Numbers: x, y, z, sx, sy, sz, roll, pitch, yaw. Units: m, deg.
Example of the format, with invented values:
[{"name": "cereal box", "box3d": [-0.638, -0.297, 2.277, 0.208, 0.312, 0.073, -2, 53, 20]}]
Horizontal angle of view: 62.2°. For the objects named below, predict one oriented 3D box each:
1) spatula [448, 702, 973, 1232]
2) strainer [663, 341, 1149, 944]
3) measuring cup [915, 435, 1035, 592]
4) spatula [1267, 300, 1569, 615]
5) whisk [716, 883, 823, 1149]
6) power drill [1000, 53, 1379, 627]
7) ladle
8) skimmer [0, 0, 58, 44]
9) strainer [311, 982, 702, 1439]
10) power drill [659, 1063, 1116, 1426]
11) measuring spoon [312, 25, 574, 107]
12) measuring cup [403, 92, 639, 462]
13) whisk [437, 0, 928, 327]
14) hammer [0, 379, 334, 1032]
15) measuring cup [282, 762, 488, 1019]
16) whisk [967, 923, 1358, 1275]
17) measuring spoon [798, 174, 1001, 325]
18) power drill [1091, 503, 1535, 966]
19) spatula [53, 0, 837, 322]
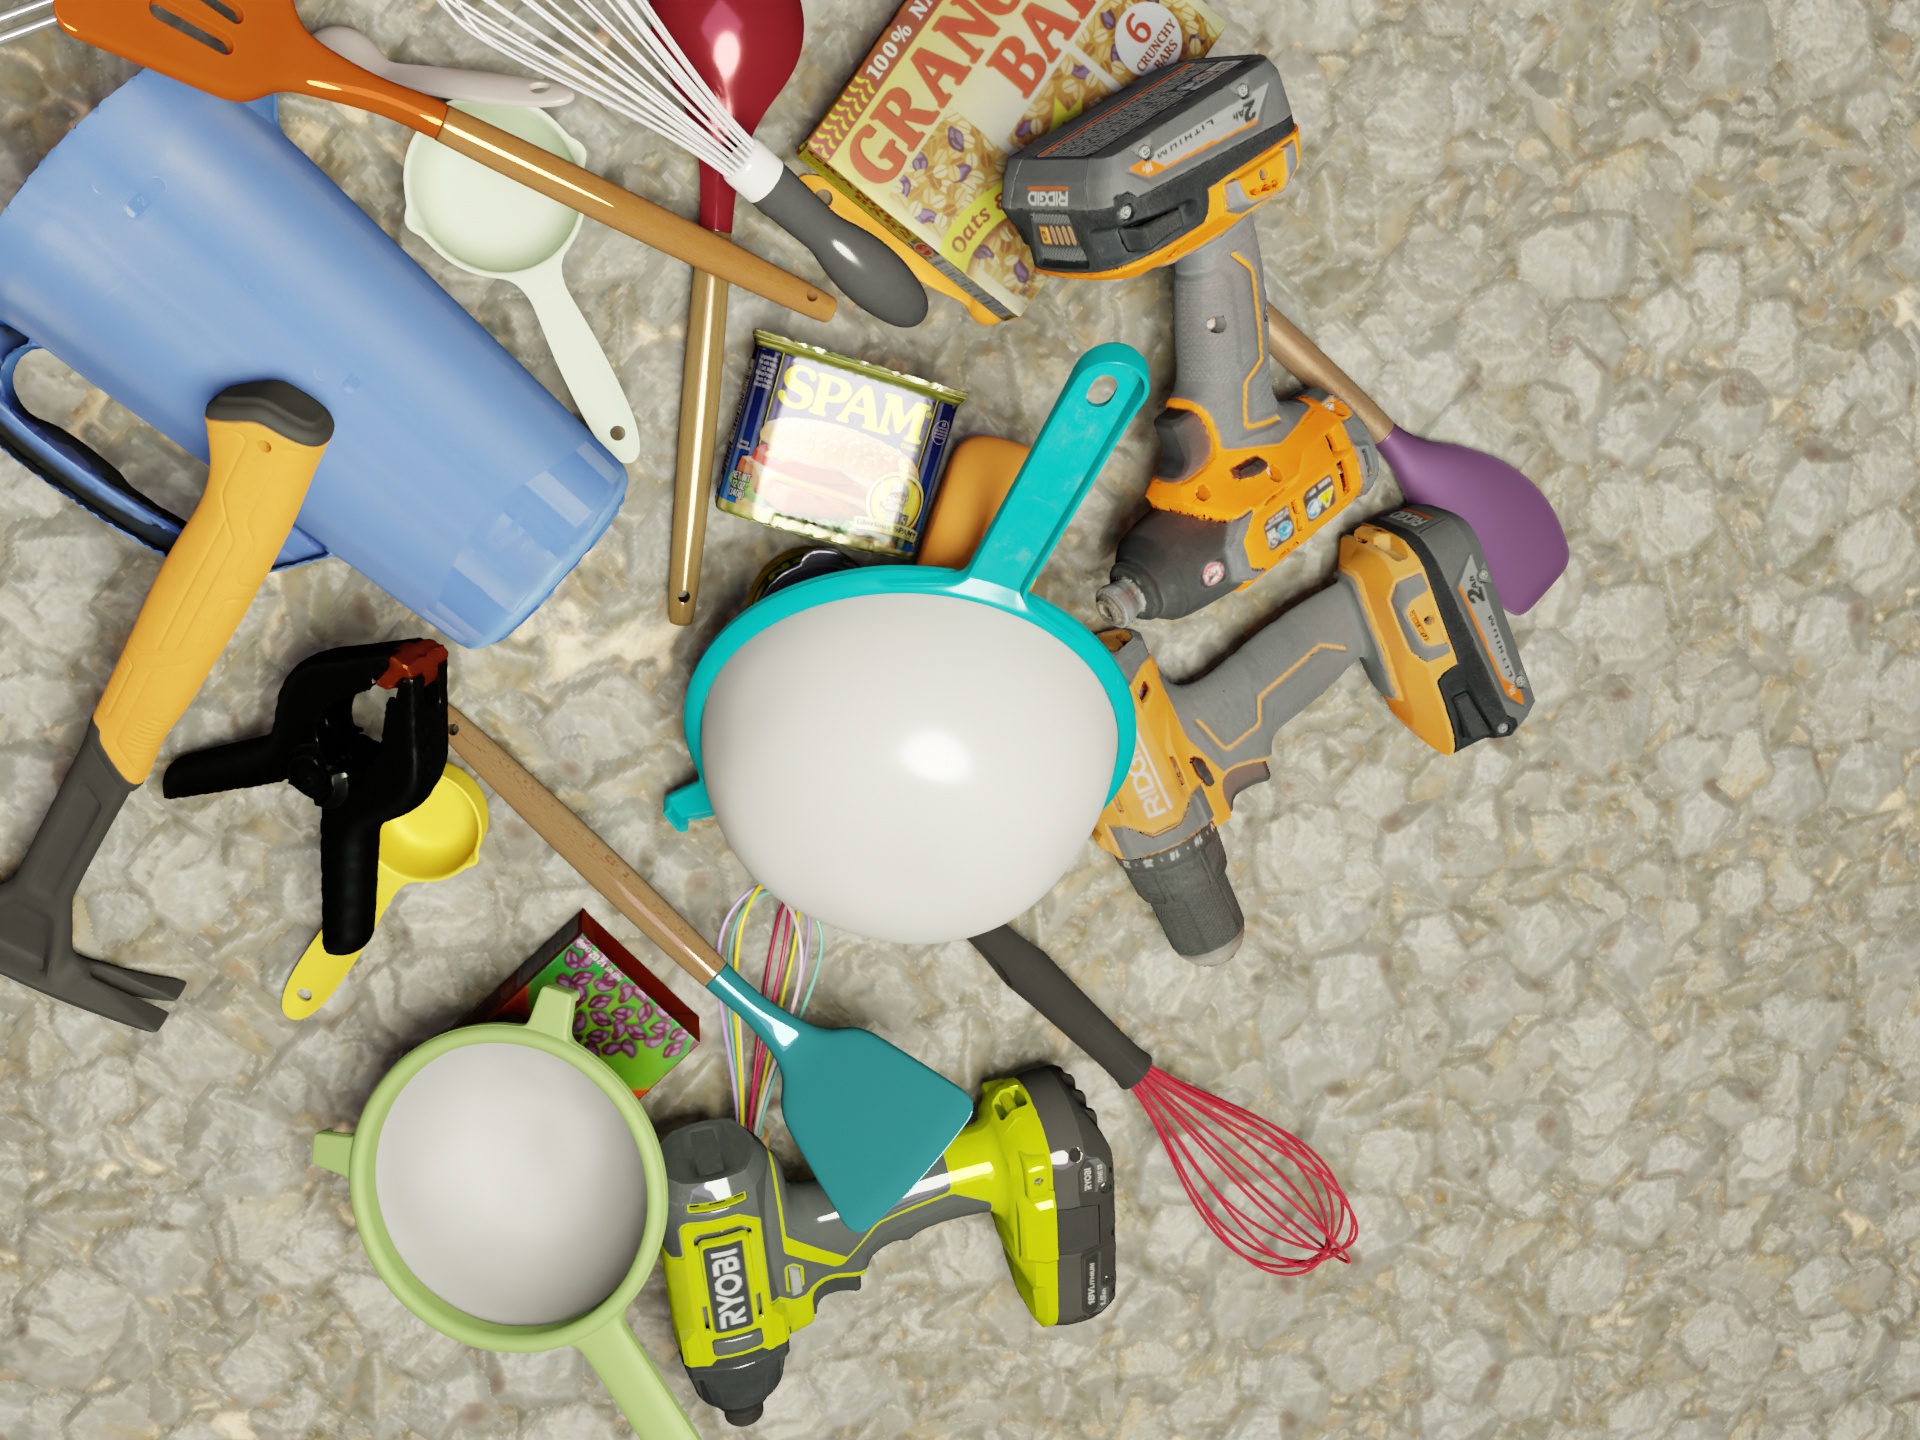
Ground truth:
[{"name": "spatula", "box3d": [-0.134, 0.102, 0.751, 0.317, 0.044, 0.082, 43, 87, -1]}, {"name": "strainer", "box3d": [-0.001, -0.002, 0.672, 0.211, 0.095, 0.340, 15, 136, -15]}, {"name": "measuring cup", "box3d": [-0.004, -0.056, 0.769, 0.052, 0.095, 0.173, 19, 118, -8]}, {"name": "spatula", "box3d": [0.198, -0.164, 0.806, 0.315, 0.018, 0.060, 36, 98, -18]}, {"name": "whisk", "box3d": [-0.104, 0.192, 0.820, 0.051, 0.047, 0.245, 7, 106, -1]}, {"name": "power drill", "box3d": [0.100, -0.158, 0.716, 0.164, 0.084, 0.226, -38, 125, -22]}, {"name": "ladle", "box3d": [-0.117, -0.198, 0.732, 0.069, 0.031, 0.315, 3, 104, -16]}, {"name": "skimmer", "box3d": [-0.359, -0.276, 0.658, 0.363, 0.090, 0.127, -30, 81, -15]}, {"name": "strainer", "box3d": [-0.170, 0.252, 0.738, 0.151, 0.069, 0.256, -33, 89, 10]}, {"name": "power drill", "box3d": [-0.038, 0.269, 0.815, 0.223, 0.080, 0.171, -10, 114, -14]}, {"name": "measuring spoon", "box3d": [-0.221, -0.275, 0.668, 0.124, 0.034, 0.018, 12, 142, 9]}, {"name": "measuring cup", "box3d": [-0.185, -0.194, 0.713, 0.083, 0.038, 0.167, -26, 109, -5]}, {"name": "whisk", "box3d": [-0.112, -0.252, 0.670, 0.284, 0.070, 0.070, 34, 95, -39]}, {"name": "hammer", "box3d": [-0.337, 0.000, 0.666, 0.127, 0.034, 0.336, 31, 118, -17]}, {"name": "measuring cup", "box3d": [-0.283, 0.083, 0.770, 0.062, 0.029, 0.156, 35, 106, -13]}, {"name": "whisk", "box3d": [0.107, 0.201, 0.855, 0.295, 0.073, 0.073, 44, 92, -12]}, {"name": "measuring spoon", "box3d": [-0.027, -0.222, 0.750, 0.116, 0.011, 0.021, 29, 96, -16]}, {"name": "power drill", "box3d": [0.170, 0.011, 0.812, 0.226, 0.084, 0.185, -25, 107, 0]}, {"name": "spatula", "box3d": [-0.185, -0.234, 0.647, 0.322, 0.041, 0.081, 19, 80, -31]}]
